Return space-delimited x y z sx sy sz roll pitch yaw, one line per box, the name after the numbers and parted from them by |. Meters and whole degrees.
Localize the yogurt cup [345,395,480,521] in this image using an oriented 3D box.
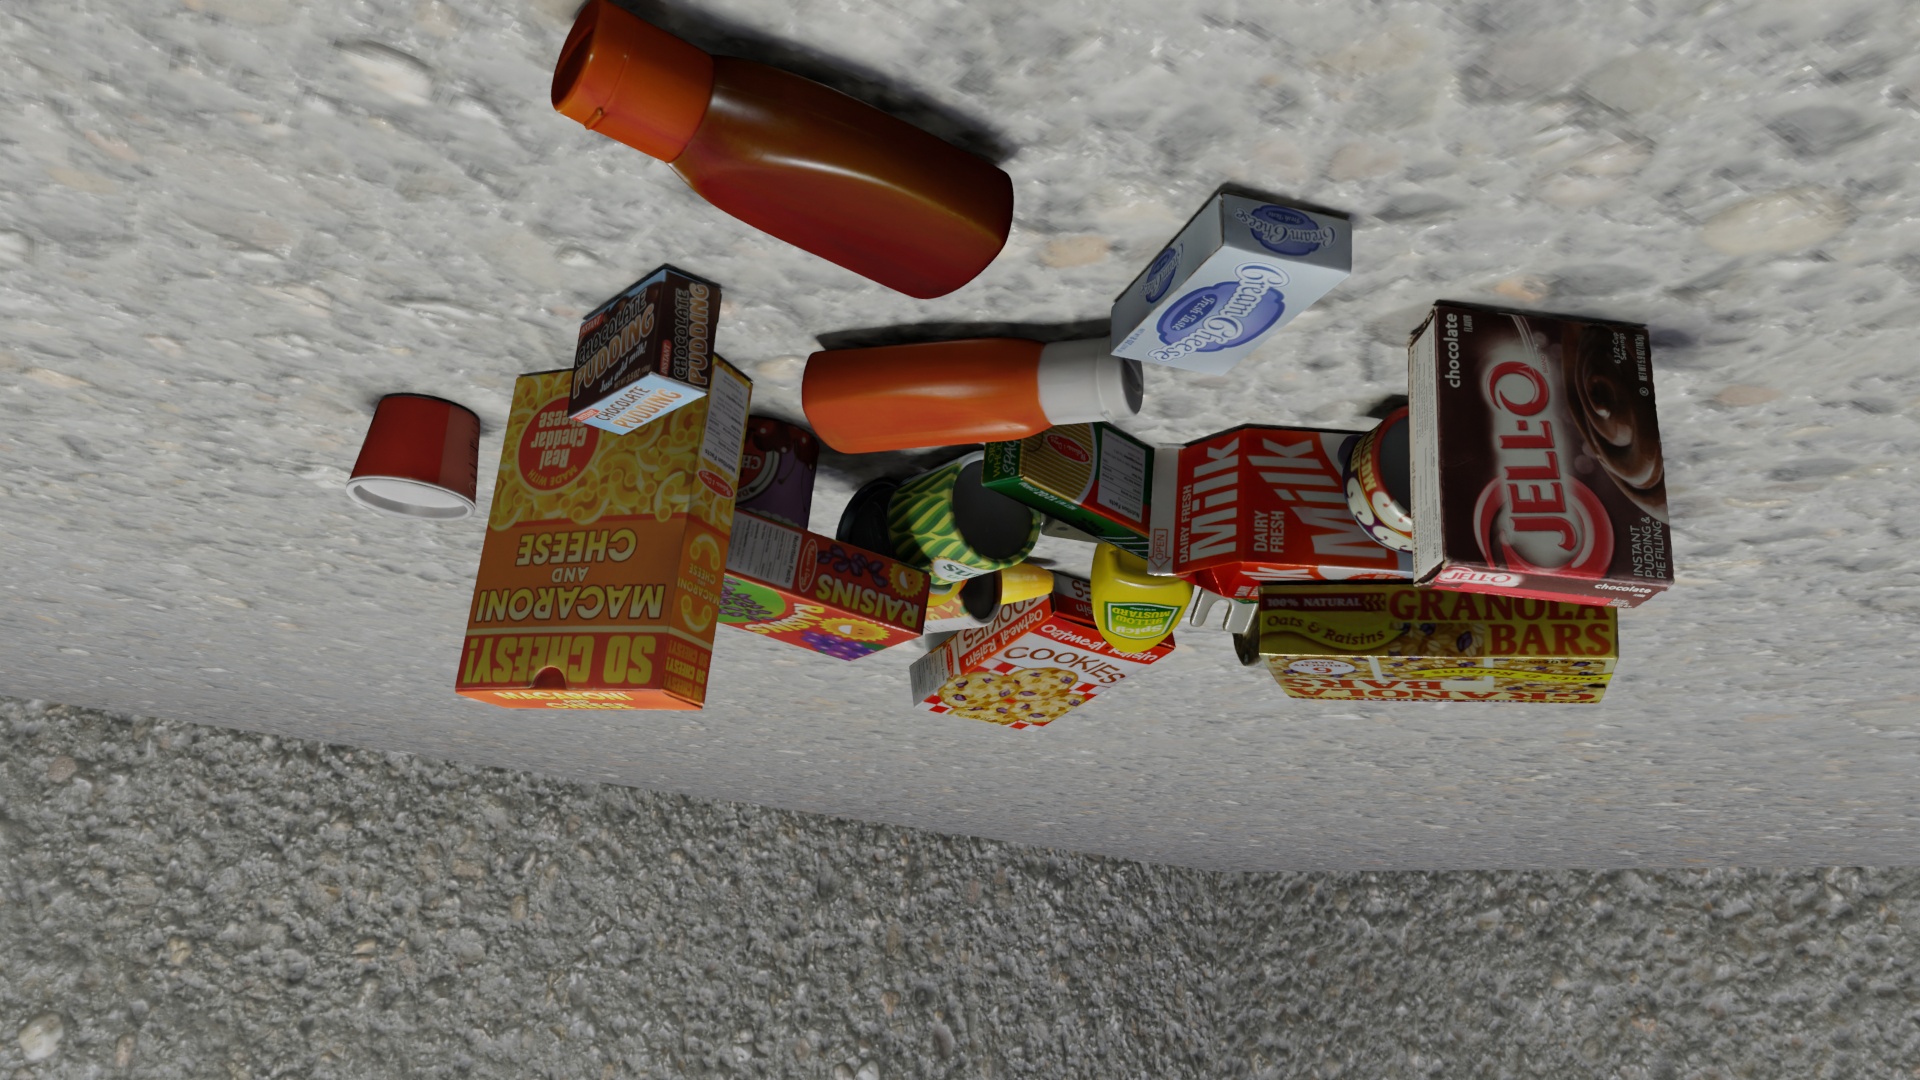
-0.299 -0.046 0.769 0.072 0.054 0.072 5 163 2 | yogurt cup

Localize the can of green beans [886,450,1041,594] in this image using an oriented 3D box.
0.002 -0.012 0.770 0.071 0.071 0.057 17 159 -33 | can of green beans

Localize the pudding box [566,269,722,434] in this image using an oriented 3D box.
-0.140 -0.082 0.612 0.030 0.050 0.083 17 160 -37 | pudding box

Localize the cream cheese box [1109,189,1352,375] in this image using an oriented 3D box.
0.101 -0.096 0.536 0.053 0.024 0.103 8 163 -15 | cream cheese box

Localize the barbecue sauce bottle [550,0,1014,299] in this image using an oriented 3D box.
-0.057 -0.126 0.455 0.148 0.044 0.064 18 159 -34 | barbecue sauce bottle

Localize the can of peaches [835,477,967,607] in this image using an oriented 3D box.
-0.034 0.003 0.828 0.071 0.071 0.058 -12 157 43 | can of peaches

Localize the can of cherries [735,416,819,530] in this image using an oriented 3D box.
-0.114 -0.030 0.758 0.071 0.058 0.071 6 163 2 | can of cherries

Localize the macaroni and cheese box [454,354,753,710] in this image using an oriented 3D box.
-0.174 -0.003 0.678 0.123 0.167 0.040 -3 160 24 | macaroni and cheese box

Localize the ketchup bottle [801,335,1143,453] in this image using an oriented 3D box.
0.006 -0.067 0.627 0.149 0.043 0.064 -2 162 23 | ketchup bottle

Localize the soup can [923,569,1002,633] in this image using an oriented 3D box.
-0.024 0.025 0.901 0.083 0.071 0.071 -9 158 28 | soup can

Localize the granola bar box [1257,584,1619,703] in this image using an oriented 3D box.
0.246 0.056 0.718 0.165 0.039 0.124 -1 163 21 | granola bar box

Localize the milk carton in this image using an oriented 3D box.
0.193 -0.009 0.711 0.191 0.072 0.073 4 163 3 | milk carton

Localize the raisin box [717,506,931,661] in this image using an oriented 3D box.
-0.090 0.026 0.752 0.123 0.040 0.086 20 155 -27 | raisin box

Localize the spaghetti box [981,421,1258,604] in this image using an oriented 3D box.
0.103 -0.018 0.750 0.028 0.050 0.250 -8 159 42 | spaghetti box

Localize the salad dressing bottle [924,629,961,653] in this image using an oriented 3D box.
0.040 0.090 1.135 0.148 0.044 0.064 17 155 -37 | salad dressing bottle

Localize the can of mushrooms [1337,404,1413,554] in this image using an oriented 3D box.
0.214 -0.030 0.650 0.071 0.071 0.033 7 162 -7 | can of mushrooms

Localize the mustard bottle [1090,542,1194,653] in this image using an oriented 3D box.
0.117 0.040 0.913 0.065 0.049 0.159 4 156 5 | mustard bottle

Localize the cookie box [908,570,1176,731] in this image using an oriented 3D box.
0.060 0.089 1.048 0.123 0.040 0.166 17 141 -35 | cookie box
